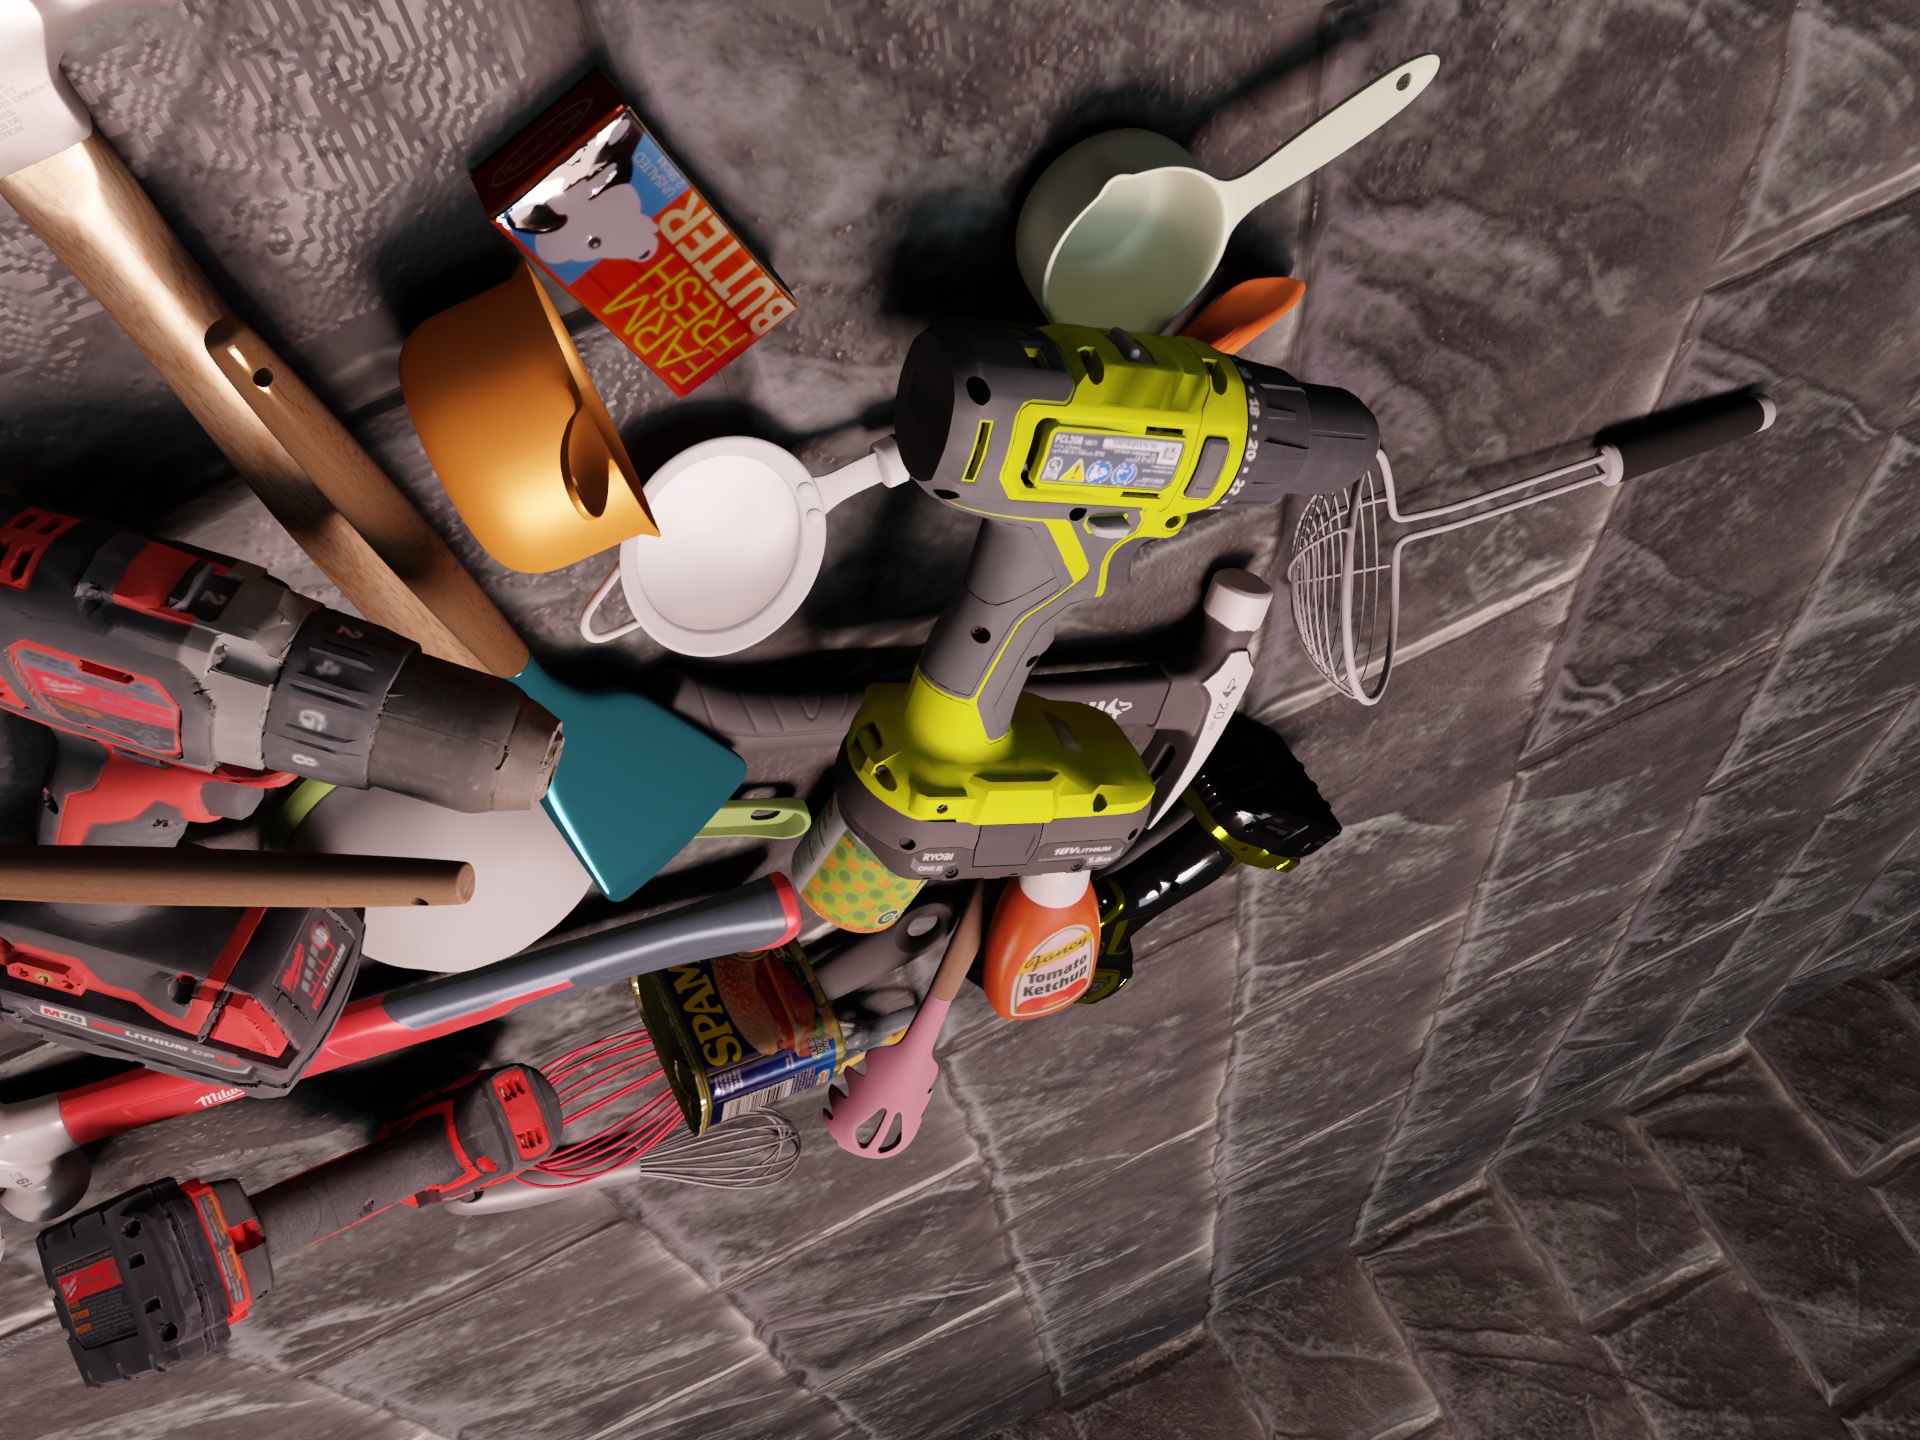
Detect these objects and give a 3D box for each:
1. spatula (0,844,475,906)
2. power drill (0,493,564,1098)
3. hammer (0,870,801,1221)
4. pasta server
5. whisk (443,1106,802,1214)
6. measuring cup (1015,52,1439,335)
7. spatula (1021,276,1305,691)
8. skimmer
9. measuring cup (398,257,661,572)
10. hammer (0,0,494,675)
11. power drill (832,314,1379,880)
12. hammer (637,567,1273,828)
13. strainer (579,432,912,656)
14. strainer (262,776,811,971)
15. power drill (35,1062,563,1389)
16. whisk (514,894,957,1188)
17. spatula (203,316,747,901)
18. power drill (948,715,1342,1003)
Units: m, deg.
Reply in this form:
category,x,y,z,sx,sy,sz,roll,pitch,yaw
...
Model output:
category,x,y,z,sx,sy,sz,roll,pitch,yaw
spatula,-0.302,0.045,0.489,0.316,0.018,0.059,1,147,7
power drill,-0.239,0.036,0.536,0.188,0.080,0.226,18,135,-9
hammer,-0.261,0.132,0.751,0.386,0.038,0.143,-16,147,-19
pasta server,-0.002,0.129,0.908,0.060,0.040,0.316,19,108,-15
whisk,-0.210,0.287,1.018,0.239,0.055,0.055,-2,139,-30
measuring cup,0.094,-0.202,0.579,0.167,0.038,0.083,-33,149,1
spatula,0.049,-0.056,0.704,0.081,0.041,0.322,-22,143,-57
skimmer,0.317,-0.113,0.835,0.363,0.090,0.127,-20,116,-20
measuring cup,-0.129,-0.075,0.461,0.052,0.174,0.095,-24,114,-2
hammer,-0.215,-0.087,0.495,0.130,0.031,0.331,-27,149,-6
power drill,0.051,-0.046,0.633,0.190,0.080,0.228,0,129,-26
hammer,-0.001,-0.002,0.768,0.334,0.035,0.146,-4,126,-32
strainer,-0.035,-0.097,0.619,0.258,0.050,0.086,-27,128,-16
strainer,-0.171,0.066,0.712,0.256,0.069,0.151,0,138,-37
power drill,-0.321,0.240,0.791,0.143,0.078,0.219,-27,173,38
whisk,-0.130,0.179,0.918,0.296,0.073,0.073,-28,149,-13
spatula,-0.160,-0.029,0.556,0.082,0.044,0.317,-46,154,-12
power drill,0.106,0.096,0.970,0.223,0.080,0.171,-41,151,21
